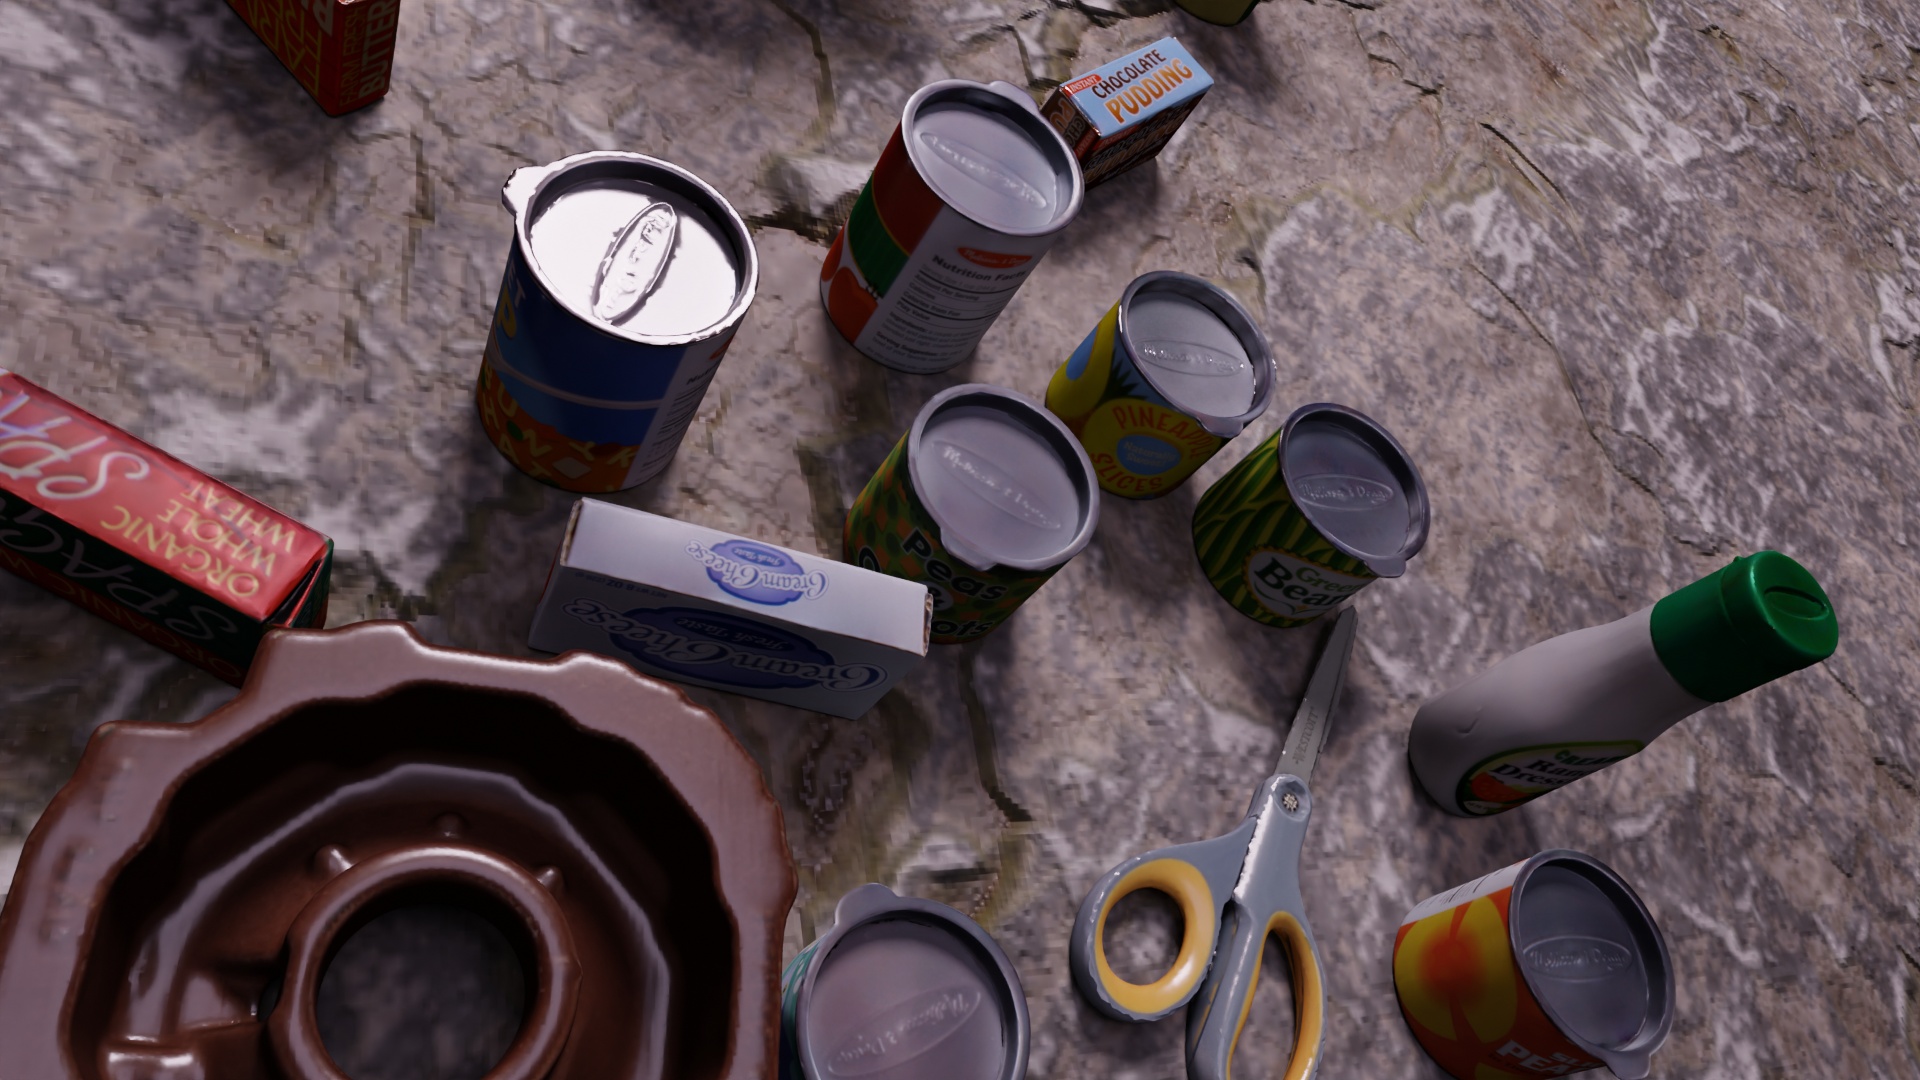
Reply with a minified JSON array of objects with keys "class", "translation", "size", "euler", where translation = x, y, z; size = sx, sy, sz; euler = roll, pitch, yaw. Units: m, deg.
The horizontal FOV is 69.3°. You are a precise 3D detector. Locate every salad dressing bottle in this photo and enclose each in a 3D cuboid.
[{"class":"salad dressing bottle","translation":[0.217,0.051,0.470],"size":[0.064,0.147,0.044],"euler":[10,58,-23]}]

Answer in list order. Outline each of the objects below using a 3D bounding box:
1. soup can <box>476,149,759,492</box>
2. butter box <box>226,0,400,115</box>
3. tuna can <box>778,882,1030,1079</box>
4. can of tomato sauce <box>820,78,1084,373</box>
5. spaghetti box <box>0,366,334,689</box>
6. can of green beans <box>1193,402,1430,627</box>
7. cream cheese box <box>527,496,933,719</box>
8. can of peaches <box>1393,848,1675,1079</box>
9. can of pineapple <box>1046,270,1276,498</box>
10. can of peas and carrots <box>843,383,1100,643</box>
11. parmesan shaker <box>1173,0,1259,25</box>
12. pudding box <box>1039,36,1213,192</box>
[{"class":"soup can","translation":[-0.105,-0.063,0.408],"size":[0.071,0.083,0.071],"euler":[13,57,-21]},{"class":"butter box","translation":[-0.221,-0.191,0.442],"size":[0.103,0.053,0.024],"euler":[47,52,4]},{"class":"tuna can","translation":[-0.019,0.130,0.371],"size":[0.071,0.032,0.071],"euler":[13,57,-21]},{"class":"can of tomato sauce","translation":[-0.005,-0.110,0.489],"size":[0.071,0.082,0.071],"euler":[13,57,-21]},{"class":"spaghetti box","translation":[-0.269,-0.038,0.328],"size":[0.250,0.050,0.029],"euler":[30,53,-9]},{"class":"can of green beans","translation":[0.129,-0.008,0.515],"size":[0.071,0.057,0.071],"euler":[13,57,-21]},{"class":"cream cheese box","translation":[-0.066,0.022,0.398],"size":[0.104,0.053,0.024],"euler":[15,56,-19]},{"class":"can of peaches","translation":[0.187,0.144,0.455],"size":[0.071,0.057,0.071],"euler":[13,57,-21]},{"class":"can of pineapple","translation":[0.073,-0.055,0.514],"size":[0.071,0.057,0.071],"euler":[13,57,-21]},{"class":"can of peas and carrots","translation":[0.002,-0.006,0.446],"size":[0.071,0.058,0.071],"euler":[13,57,-21]},{"class":"parmesan shaker","translation":[0.141,-0.314,0.674],"size":[0.071,0.102,0.071],"euler":[13,57,-21]},{"class":"pudding box","translation":[0.064,-0.177,0.586],"size":[0.084,0.049,0.030],"euler":[-35,82,-38]}]
